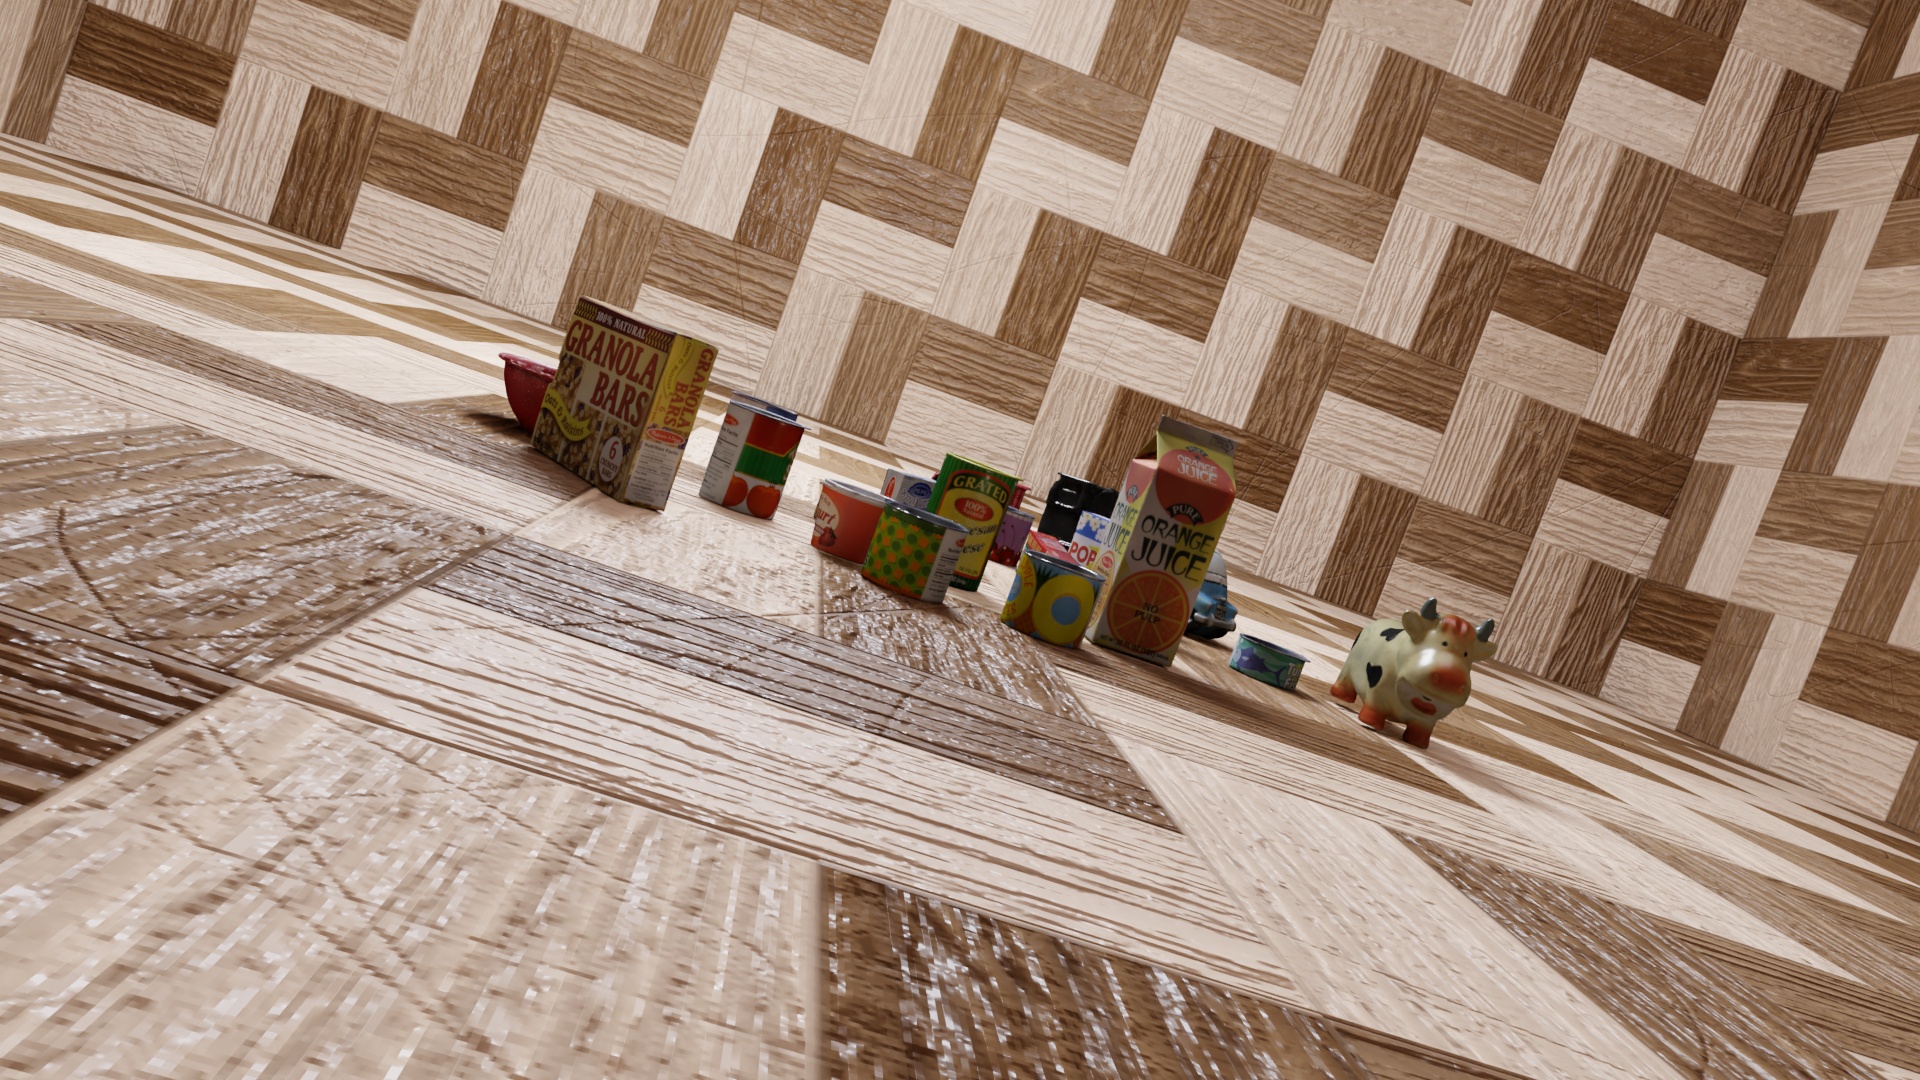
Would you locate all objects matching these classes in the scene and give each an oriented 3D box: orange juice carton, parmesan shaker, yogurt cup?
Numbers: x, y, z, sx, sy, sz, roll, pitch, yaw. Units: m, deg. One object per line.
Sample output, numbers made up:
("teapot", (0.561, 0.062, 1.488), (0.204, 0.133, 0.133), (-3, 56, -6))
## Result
("orange juice carton", (0.163, -0.002, 1.135), (0.072, 0.192, 0.073), (19, 4, -12))
("parmesan shaker", (0.004, -0.015, 1.169), (0.071, 0.103, 0.071), (20, 5, -2))
("yogurt cup", (-0.084, -0.014, 1.098), (0.072, 0.054, 0.072), (20, 5, -2))

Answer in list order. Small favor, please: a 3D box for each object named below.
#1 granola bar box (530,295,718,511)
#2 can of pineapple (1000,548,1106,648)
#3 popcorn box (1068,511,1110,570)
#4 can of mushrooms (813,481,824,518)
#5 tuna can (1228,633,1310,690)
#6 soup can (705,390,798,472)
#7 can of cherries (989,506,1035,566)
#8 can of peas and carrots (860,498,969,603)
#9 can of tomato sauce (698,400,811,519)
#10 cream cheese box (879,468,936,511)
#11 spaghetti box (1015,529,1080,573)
("granola bar box", (-0.251, -0.104, 1.019), (0.039, 0.124, 0.166), (16, 6, -42))
("can of pineapple", (0.068, 0.044, 1.052), (0.071, 0.058, 0.071), (20, 5, -2))
("popcorn box", (0.161, 0.027, 1.427), (0.038, 0.085, 0.127), (17, 6, -35))
("can of mushrooms", (-0.103, -0.028, 1.293), (0.071, 0.033, 0.071), (20, 5, -2))
("tuna can", (0.288, 0.114, 1.292), (0.071, 0.033, 0.071), (20, 5, -2))
("soup can", (-0.198, -0.093, 1.332), (0.071, 0.083, 0.071), (20, 5, -2))
("can of cherries", (0.043, -0.008, 1.506), (0.071, 0.058, 0.071), (20, 5, -2))
("can of peas and carrots", (-0.036, 0.008, 1.029), (0.071, 0.058, 0.071), (20, 5, -2))
("can of tomato sauce", (-0.171, -0.066, 1.154), (0.071, 0.083, 0.071), (20, 5, -2))
("cream cheese box", (-0.058, -0.048, 1.564), (0.024, 0.053, 0.104), (22, 5, 25))
("spaghetti box", (0.080, 0.027, 1.315), (0.029, 0.050, 0.250), (20, 5, -3))
